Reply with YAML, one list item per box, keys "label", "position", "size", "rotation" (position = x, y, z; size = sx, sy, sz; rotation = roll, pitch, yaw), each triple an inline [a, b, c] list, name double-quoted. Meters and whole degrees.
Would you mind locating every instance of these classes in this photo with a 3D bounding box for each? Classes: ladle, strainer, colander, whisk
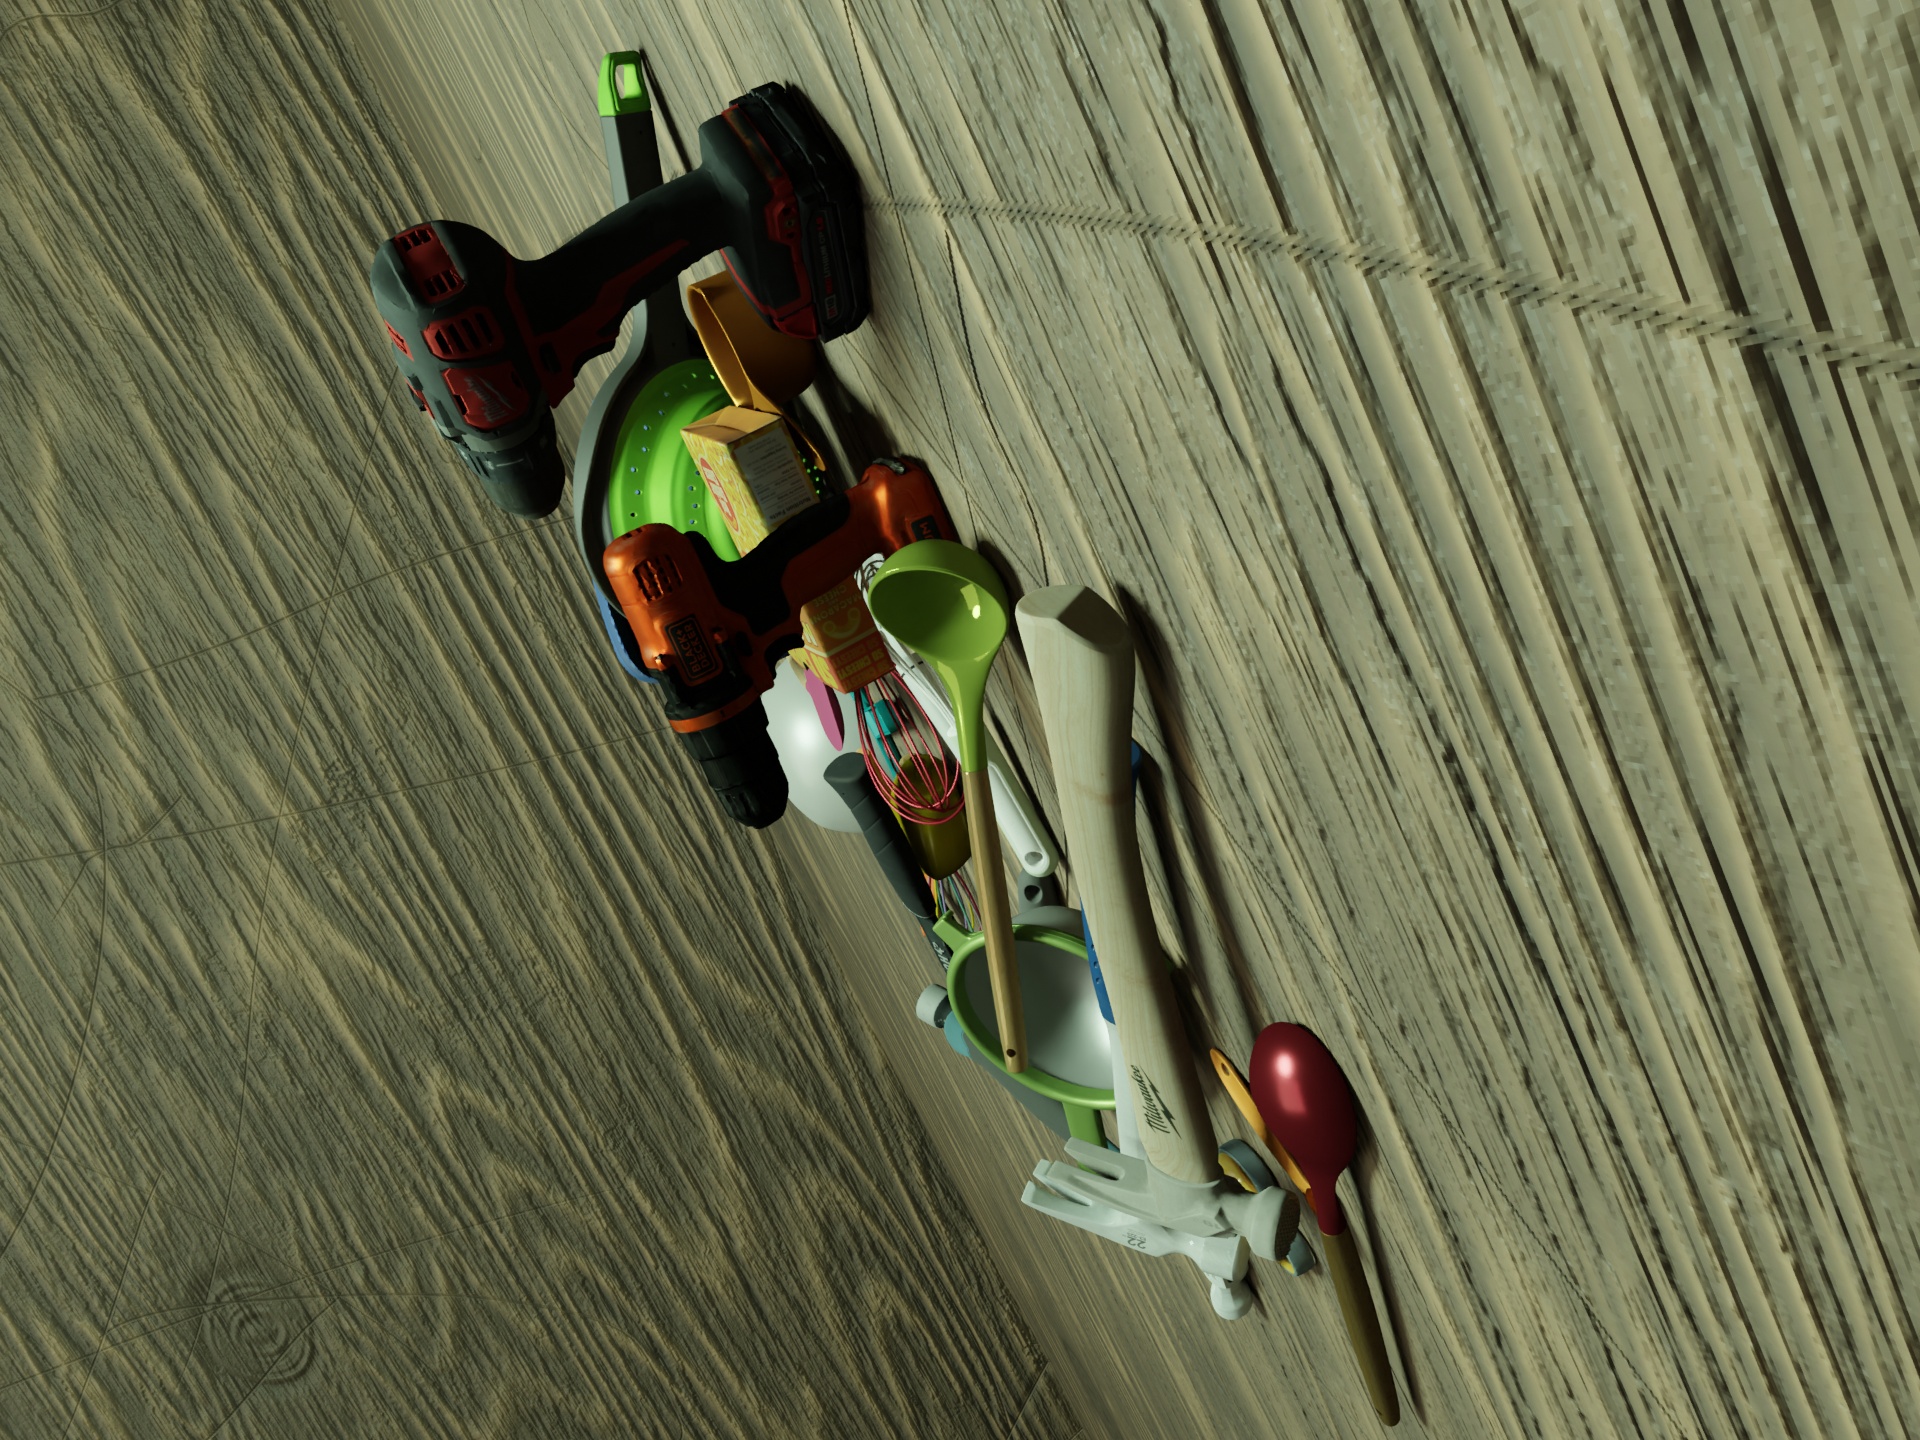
- label: "ladle"
  position: [0.007, 0.056, 0.885]
  size: [0.062, 0.078, 0.320]
  rotation: [-36, -58, -61]
- label: "strainer"
  position: [0.082, 0.206, 1.010]
  size: [0.151, 0.069, 0.256]
  rotation: [7, 131, 26]
- label: "colander"
  position: [-0.166, -0.230, 1.052]
  size: [0.094, 0.204, 0.396]
  rotation: [10, 119, 30]
- label: "whisk"
  position: [-0.002, -0.003, 1.009]
  size: [0.246, 0.058, 0.059]
  rotation: [60, -157, -14]
- label: "whisk"
  position: [-0.019, 0.125, 1.369]
  size: [0.051, 0.047, 0.244]
  rotation: [50, 160, 47]
- label: "whisk"
  position: [-0.073, -0.049, 1.166]
  size: [0.296, 0.073, 0.073]
  rotation: [61, 169, 25]
- label: "strainer"
  position: [-0.116, 0.024, 1.410]
  size: [0.211, 0.095, 0.340]
  rotation: [62, 169, -2]
- label: "ladle"
  position: [0.200, 0.280, 0.837]
  size: [0.069, 0.031, 0.315]
  rotation: [29, 147, 51]
- label: "strainer"
  position: [-0.040, -0.044, 1.089]
  size: [0.258, 0.050, 0.087]
  rotation: [56, 153, 9]
- label: "whisk"
  position: [0.063, 0.184, 1.158]
  size: [0.055, 0.055, 0.238]
  rotation: [50, 159, 43]

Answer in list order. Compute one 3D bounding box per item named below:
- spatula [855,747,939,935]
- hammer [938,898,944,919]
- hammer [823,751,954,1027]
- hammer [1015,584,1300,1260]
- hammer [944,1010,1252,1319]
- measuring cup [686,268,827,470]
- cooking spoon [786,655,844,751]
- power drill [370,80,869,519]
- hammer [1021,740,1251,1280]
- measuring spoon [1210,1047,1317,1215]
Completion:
- label: "spatula"
  position: [-0.055, 0.099, 1.388]
  size: [0.322, 0.041, 0.081]
  rotation: [67, -171, -62]
- label: "hammer"
  position: [-0.014, 0.211, 1.562]
  size: [0.331, 0.031, 0.130]
  rotation: [58, 168, 15]
- label: "hammer"
  position: [-0.025, 0.163, 1.297]
  size: [0.149, 0.036, 0.408]
  rotation: [22, 150, 34]
- label: "hammer"
  position: [0.077, 0.114, 0.802]
  size: [0.146, 0.038, 0.410]
  rotation: [9, 129, 33]
- label: "hammer"
  position: [0.096, 0.324, 1.239]
  size: [0.331, 0.033, 0.128]
  rotation: [32, 149, 45]
- label: "measuring cup"
  position: [-0.103, -0.208, 0.949]
  size: [0.174, 0.052, 0.095]
  rotation: [50, 164, 35]
- label: "cooking spoon"
  position: [-0.120, -0.033, 1.277]
  size: [0.319, 0.017, 0.068]
  rotation: [-137, 29, -74]
- label: "power drill"
  position: [-0.163, -0.198, 0.794]
  size: [0.080, 0.226, 0.187]
  rotation: [56, 166, 23]
- label: "hammer"
  position: [0.088, 0.174, 0.902]
  size: [0.144, 0.035, 0.405]
  rotation: [10, 131, 23]
- label: "measuring spoon"
  position: [0.175, 0.228, 0.892]
  size: [0.021, 0.011, 0.117]
  rotation: [89, 155, -45]
